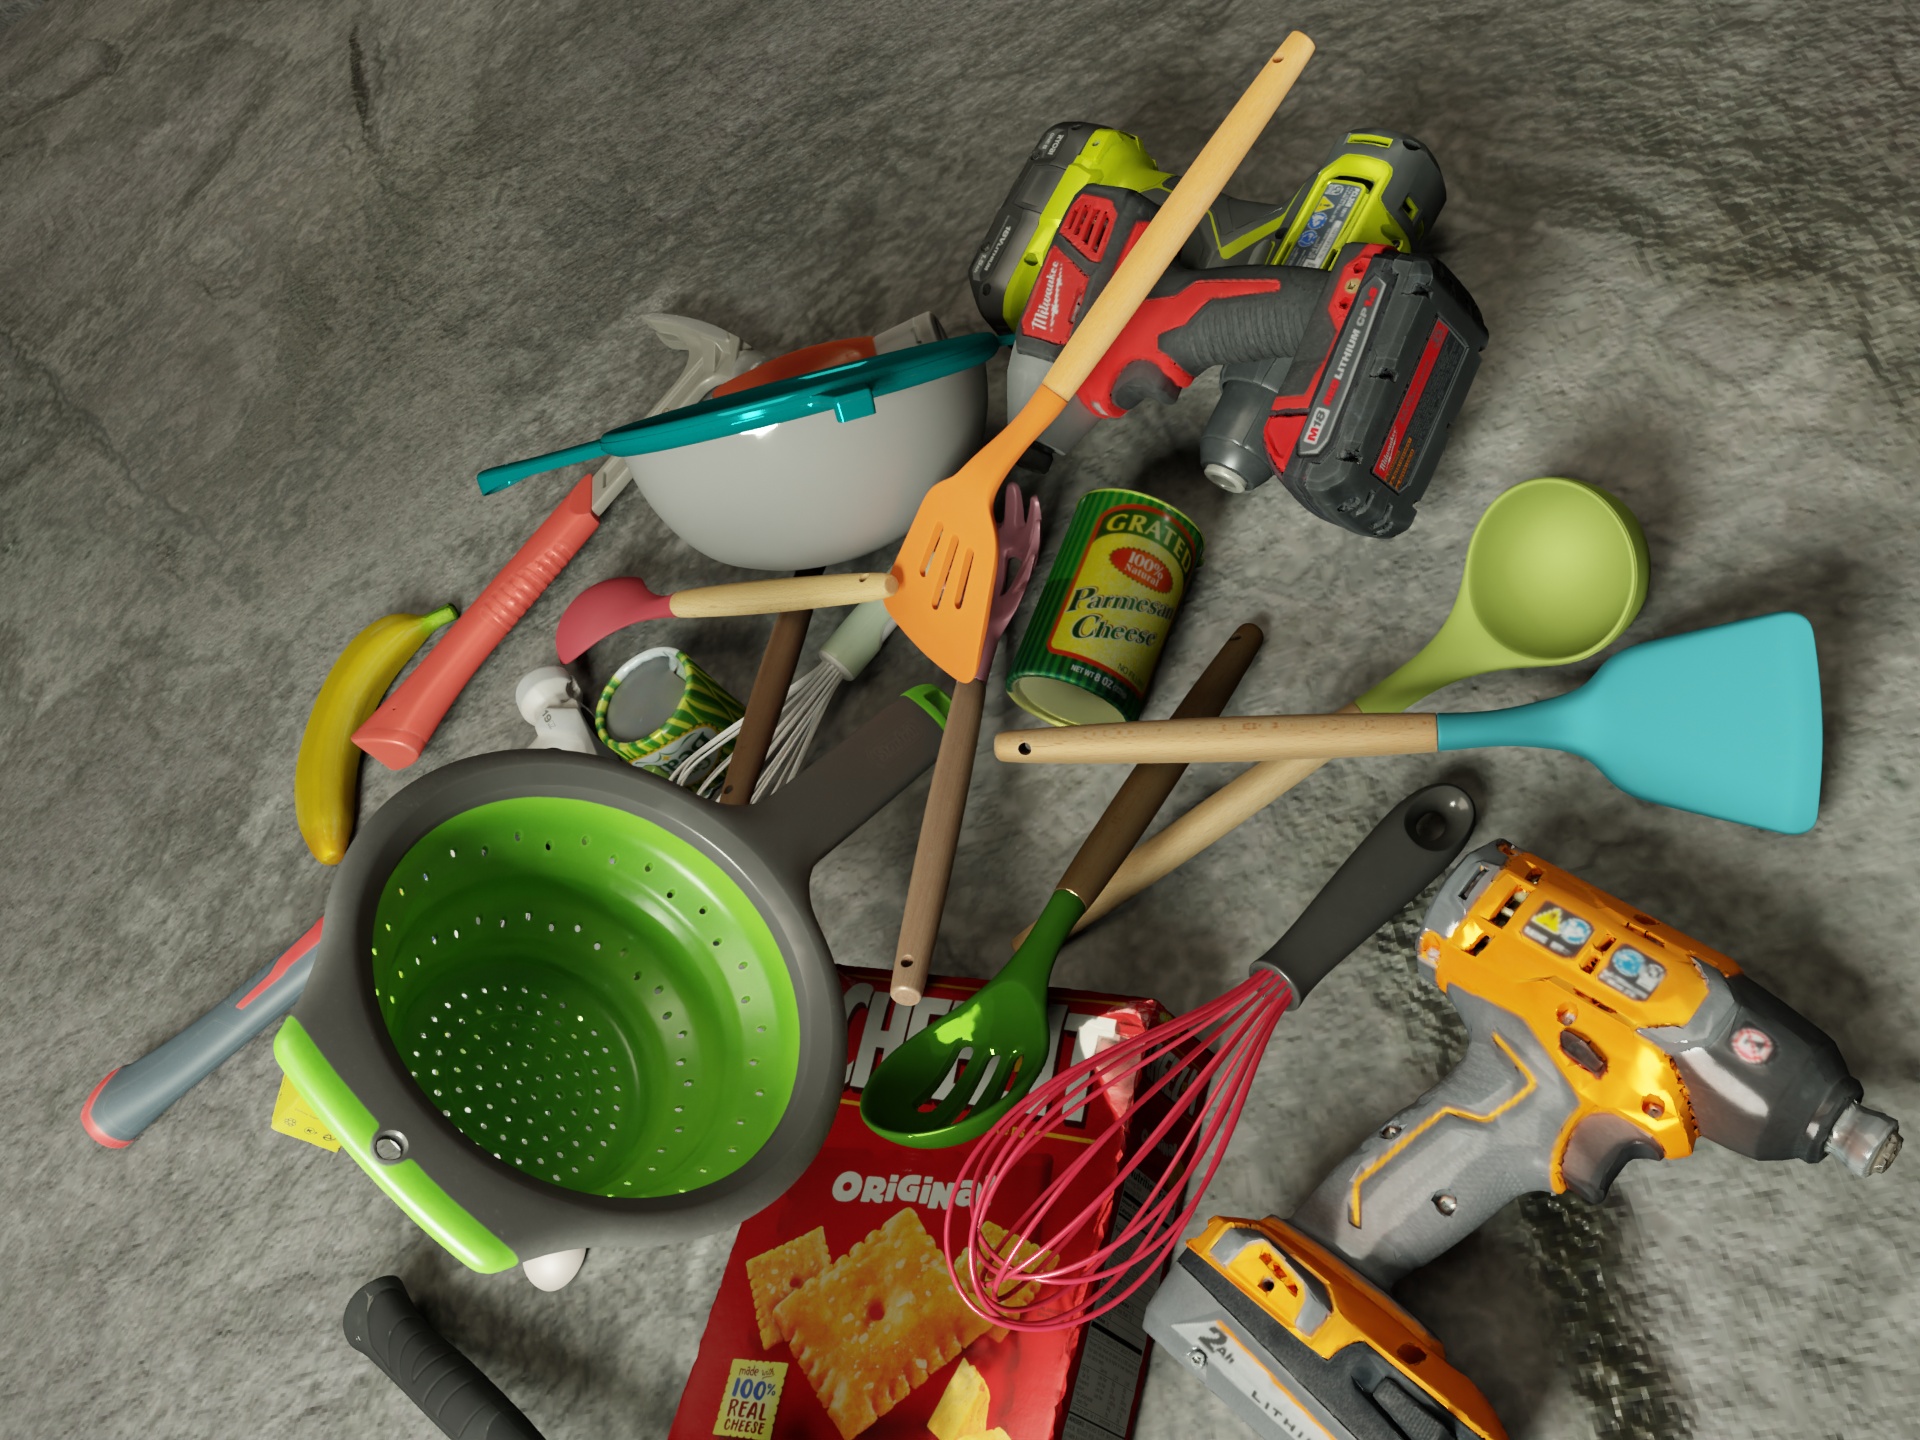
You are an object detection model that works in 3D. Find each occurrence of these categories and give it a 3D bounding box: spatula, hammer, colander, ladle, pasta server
[{"bbox_3d":[-0.086,-0.062,0.859,0.060,0.018,0.316,-14,39,23],"label":"spatula"},{"bbox_3d":[-0.178,0.316,0.662,0.035,0.146,0.335,-18,18,-40],"label":"hammer"},{"bbox_3d":[-0.356,0.133,0.929,0.386,0.038,0.143,-39,49,4],"label":"hammer"},{"bbox_3d":[-0.269,-0.120,1.041,0.149,0.036,0.359,28,76,41],"label":"hammer"},{"bbox_3d":[-0.115,0.087,0.677,0.094,0.204,0.397,-47,-5,37],"label":"colander"},{"bbox_3d":[-0.141,-0.064,0.883,0.315,0.031,0.069,-1,49,47],"label":"ladle"},{"bbox_3d":[-0.001,-0.002,0.756,0.060,0.040,0.316,-5,43,17],"label":"pasta server"},{"bbox_3d":[0.062,-0.167,0.730,0.322,0.041,0.081,-54,51,11],"label":"spatula"},{"bbox_3d":[0.164,0.005,0.638,0.317,0.044,0.082,-3,98,17],"label":"spatula"},{"bbox_3d":[0.149,0.010,0.683,0.320,0.062,0.078,-36,64,10],"label":"ladle"}]

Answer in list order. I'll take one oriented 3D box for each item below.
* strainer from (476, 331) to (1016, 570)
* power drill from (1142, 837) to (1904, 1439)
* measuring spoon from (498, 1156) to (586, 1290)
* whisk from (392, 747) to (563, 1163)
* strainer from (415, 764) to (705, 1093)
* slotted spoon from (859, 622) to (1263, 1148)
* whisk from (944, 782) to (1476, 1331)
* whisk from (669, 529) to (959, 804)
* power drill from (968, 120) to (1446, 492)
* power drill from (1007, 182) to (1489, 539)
[{"bbox_3d":[-0.127,-0.125,0.863,0.340,0.095,0.211,-7,17,31],"label":"strainer"},{"bbox_3d":[0.188,0.164,0.538,0.164,0.084,0.226,32,76,41],"label":"power drill"},{"bbox_3d":[-0.226,0.237,0.789,0.124,0.018,0.034,29,78,42],"label":"measuring spoon"},{"bbox_3d":[-0.211,0.100,0.750,0.070,0.070,0.285,-27,32,14],"label":"whisk"},{"bbox_3d":[-0.207,0.152,0.814,0.256,0.069,0.152,-43,32,24],"label":"strainer"},{"bbox_3d":[0.059,0.058,0.661,0.070,0.031,0.314,0,39,41],"label":"slotted spoon"},{"bbox_3d":[0.104,0.111,0.587,0.073,0.073,0.296,24,51,41],"label":"whisk"},{"bbox_3d":[-0.071,-0.023,0.855,0.059,0.057,0.246,38,79,8],"label":"whisk"},{"bbox_3d":[0.119,-0.229,0.848,0.229,0.080,0.190,25,84,38],"label":"power drill"},{"bbox_3d":[0.116,-0.165,0.744,0.220,0.078,0.143,26,95,38],"label":"power drill"}]
